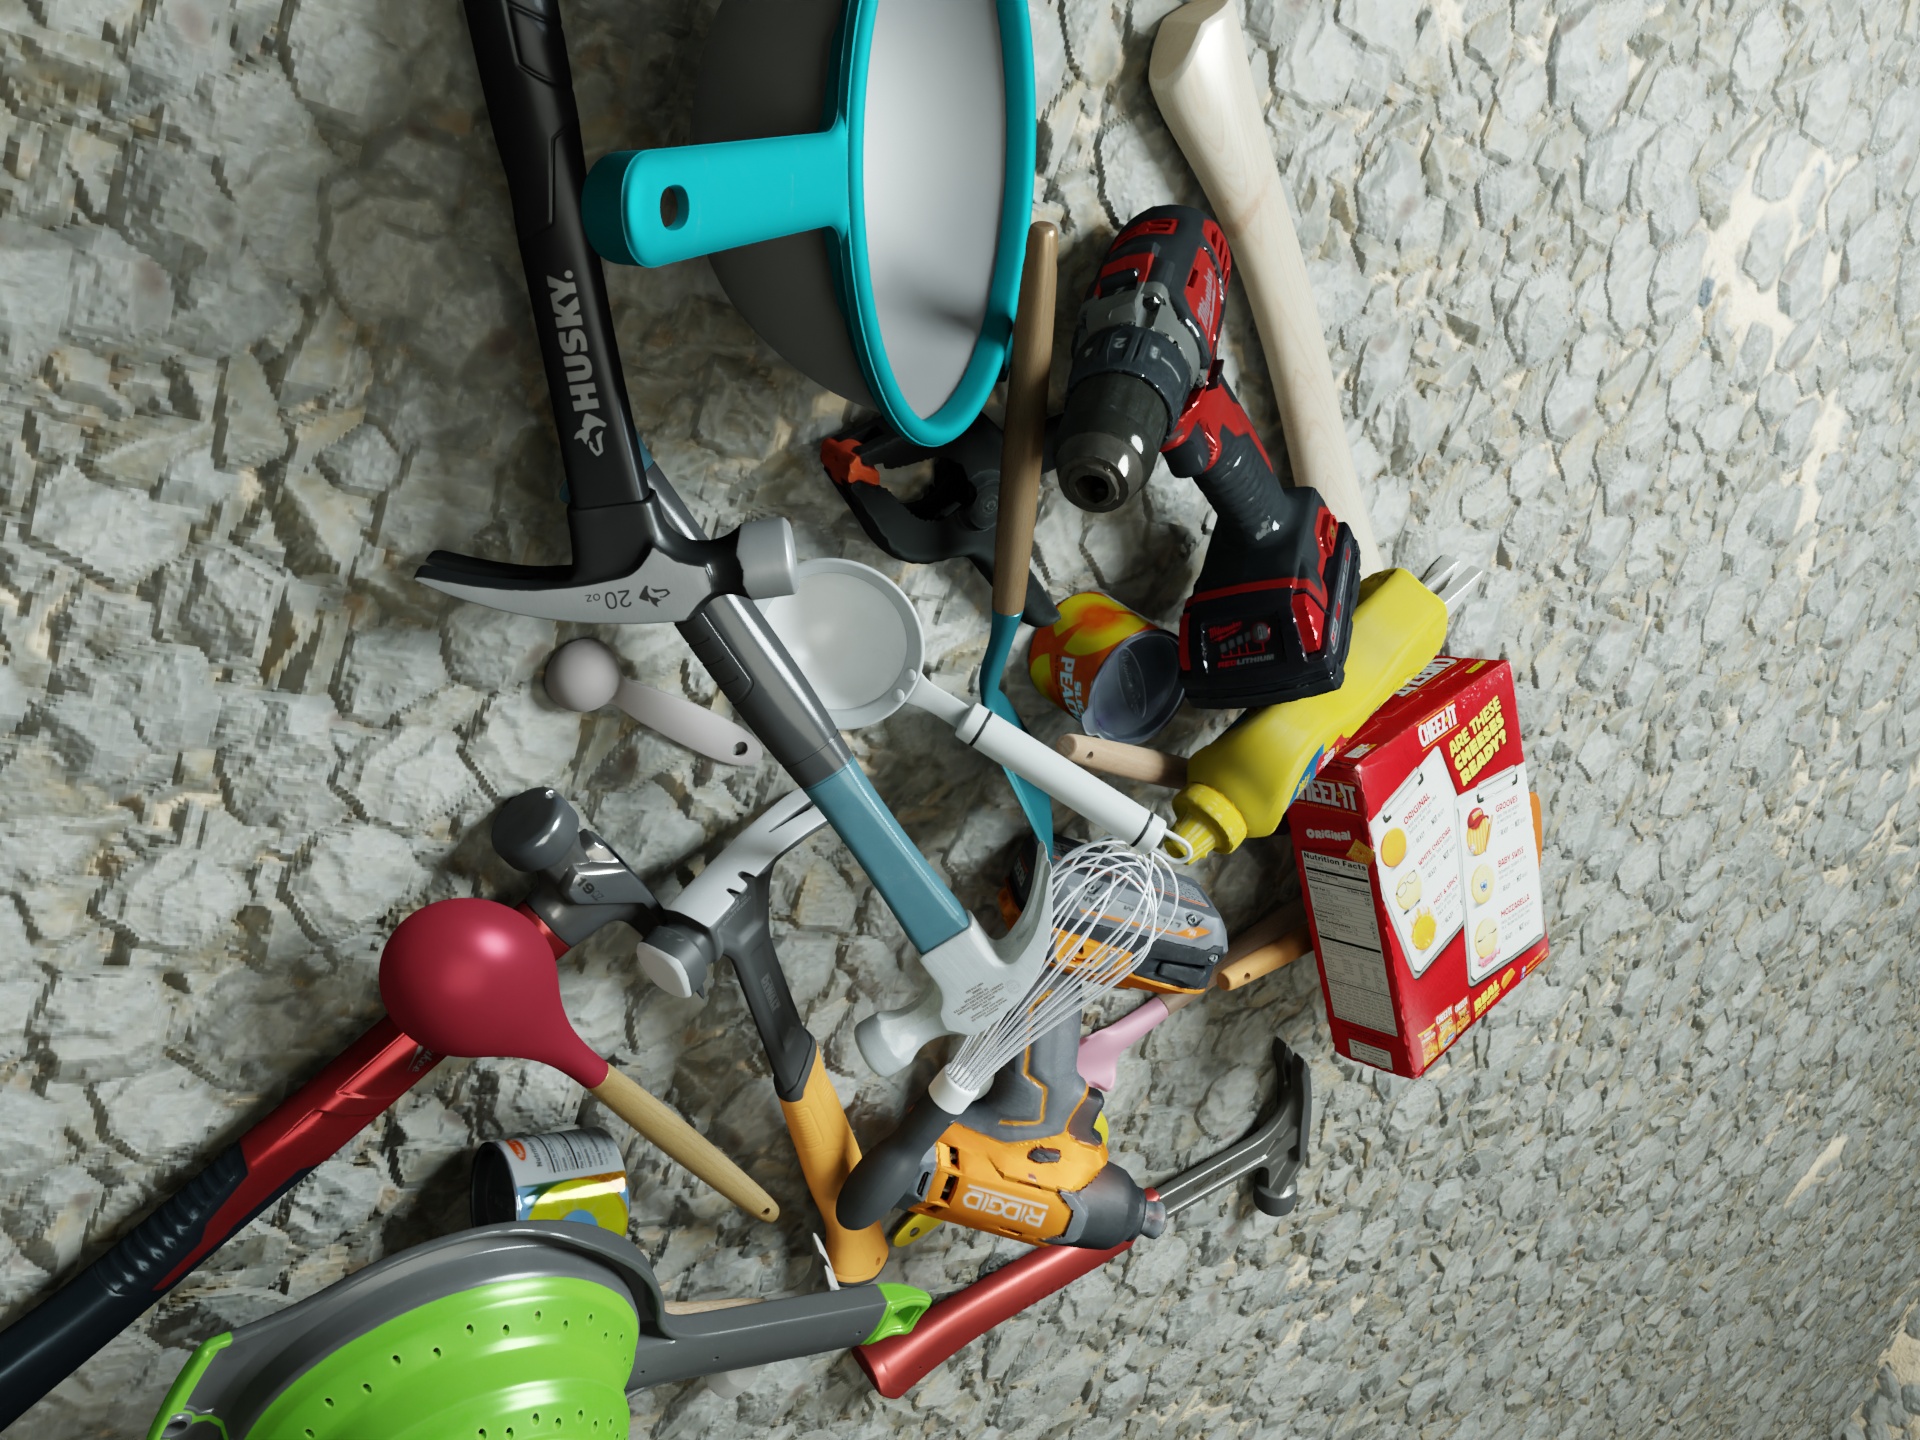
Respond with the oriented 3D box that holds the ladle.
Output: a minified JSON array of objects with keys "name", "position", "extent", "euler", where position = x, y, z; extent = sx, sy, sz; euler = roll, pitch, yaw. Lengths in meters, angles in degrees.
[{"name":"ladle","position":[-0.163,0.181,0.762],"extent":[0.069,0.031,0.315],"euler":[-44,137,-10]}]

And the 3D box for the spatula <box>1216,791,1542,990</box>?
[{"name":"spatula","position":[0.285,0.122,1.059],"extent":[0.322,0.041,0.081],"euler":[-17,111,-39]}]

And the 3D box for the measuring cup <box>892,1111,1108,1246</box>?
[{"name":"measuring cup","position":[0.028,0.289,0.995],"extent":[0.156,0.029,0.062],"euler":[-30,128,-21]}]

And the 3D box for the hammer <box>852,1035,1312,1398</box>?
[{"name":"hammer","position":[0.092,0.342,1.065],"extent":[0.359,0.037,0.149],"euler":[-20,124,-26]}]

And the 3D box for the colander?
[{"name":"colander","position":[-0.151,0.324,0.727],"extent":[0.396,0.095,0.204],"euler":[9,121,-42]}]

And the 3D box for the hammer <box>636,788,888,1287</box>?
[{"name":"hammer","position":[-0.079,0.193,0.852],"extent":[0.127,0.034,0.336],"euler":[-47,141,-36]}]

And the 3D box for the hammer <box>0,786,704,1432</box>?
[{"name":"hammer","position":[-0.294,0.200,0.716],"extent":[0.386,0.038,0.143],"euler":[-41,132,-10]}]

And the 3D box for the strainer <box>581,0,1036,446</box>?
[{"name":"strainer","position":[-0.064,-0.191,0.550],"extent":[0.340,0.095,0.211],"euler":[-47,142,-60]}]

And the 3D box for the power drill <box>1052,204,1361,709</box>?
[{"name":"power drill","position":[0.113,-0.105,0.749],"extent":[0.226,0.080,0.188],"euler":[58,37,-35]}]

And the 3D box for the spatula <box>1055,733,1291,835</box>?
[{"name":"spatula","position":[0.137,0.031,0.892],"extent":[0.315,0.018,0.060],"euler":[12,106,-56]}]

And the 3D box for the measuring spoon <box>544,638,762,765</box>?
[{"name":"measuring spoon","position":[-0.135,-0.002,0.731],"extent":[0.124,0.018,0.034],"euler":[28,96,-42]}]

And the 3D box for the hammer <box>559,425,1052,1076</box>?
[{"name":"hammer","position":[-0.069,0.013,0.710],"extent":[0.128,0.033,0.330],"euler":[-31,112,7]}]

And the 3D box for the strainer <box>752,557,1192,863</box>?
[{"name":"strainer","position":[-0.001,-0.002,0.747],"extent":[0.258,0.050,0.087],"euler":[32,114,-3]}]

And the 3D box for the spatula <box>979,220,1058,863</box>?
[{"name":"spatula","position":[0.035,-0.075,0.743],"extent":[0.044,0.082,0.317],"euler":[3,127,-1]}]

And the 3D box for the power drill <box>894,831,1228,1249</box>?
[{"name":"power drill","position":[0.069,0.192,0.898],"extent":[0.164,0.084,0.226],"euler":[18,101,-8]}]

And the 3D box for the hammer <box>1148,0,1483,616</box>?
[{"name":"hammer","position":[0.189,-0.185,0.848],"extent":[0.146,0.038,0.410],"euler":[-38,130,-14]}]

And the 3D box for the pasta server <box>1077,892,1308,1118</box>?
[{"name":"pasta server","position":[0.154,0.171,1.015],"extent":[0.316,0.040,0.060],"euler":[-31,118,-20]}]

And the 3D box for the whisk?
[{"name":"whisk","position":[0.015,0.169,0.822],"extent":[0.070,0.070,0.284],"euler":[18,116,-40]}]

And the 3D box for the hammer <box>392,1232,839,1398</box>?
[{"name":"hammer","position":[-0.180,0.302,0.794],"extent":[0.130,0.031,0.331],"euler":[-42,144,18]}]

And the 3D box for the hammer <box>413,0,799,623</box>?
[{"name":"hammer","position":[-0.156,-0.193,0.579],"extent":[0.146,0.035,0.334],"euler":[-8,114,-2]}]
